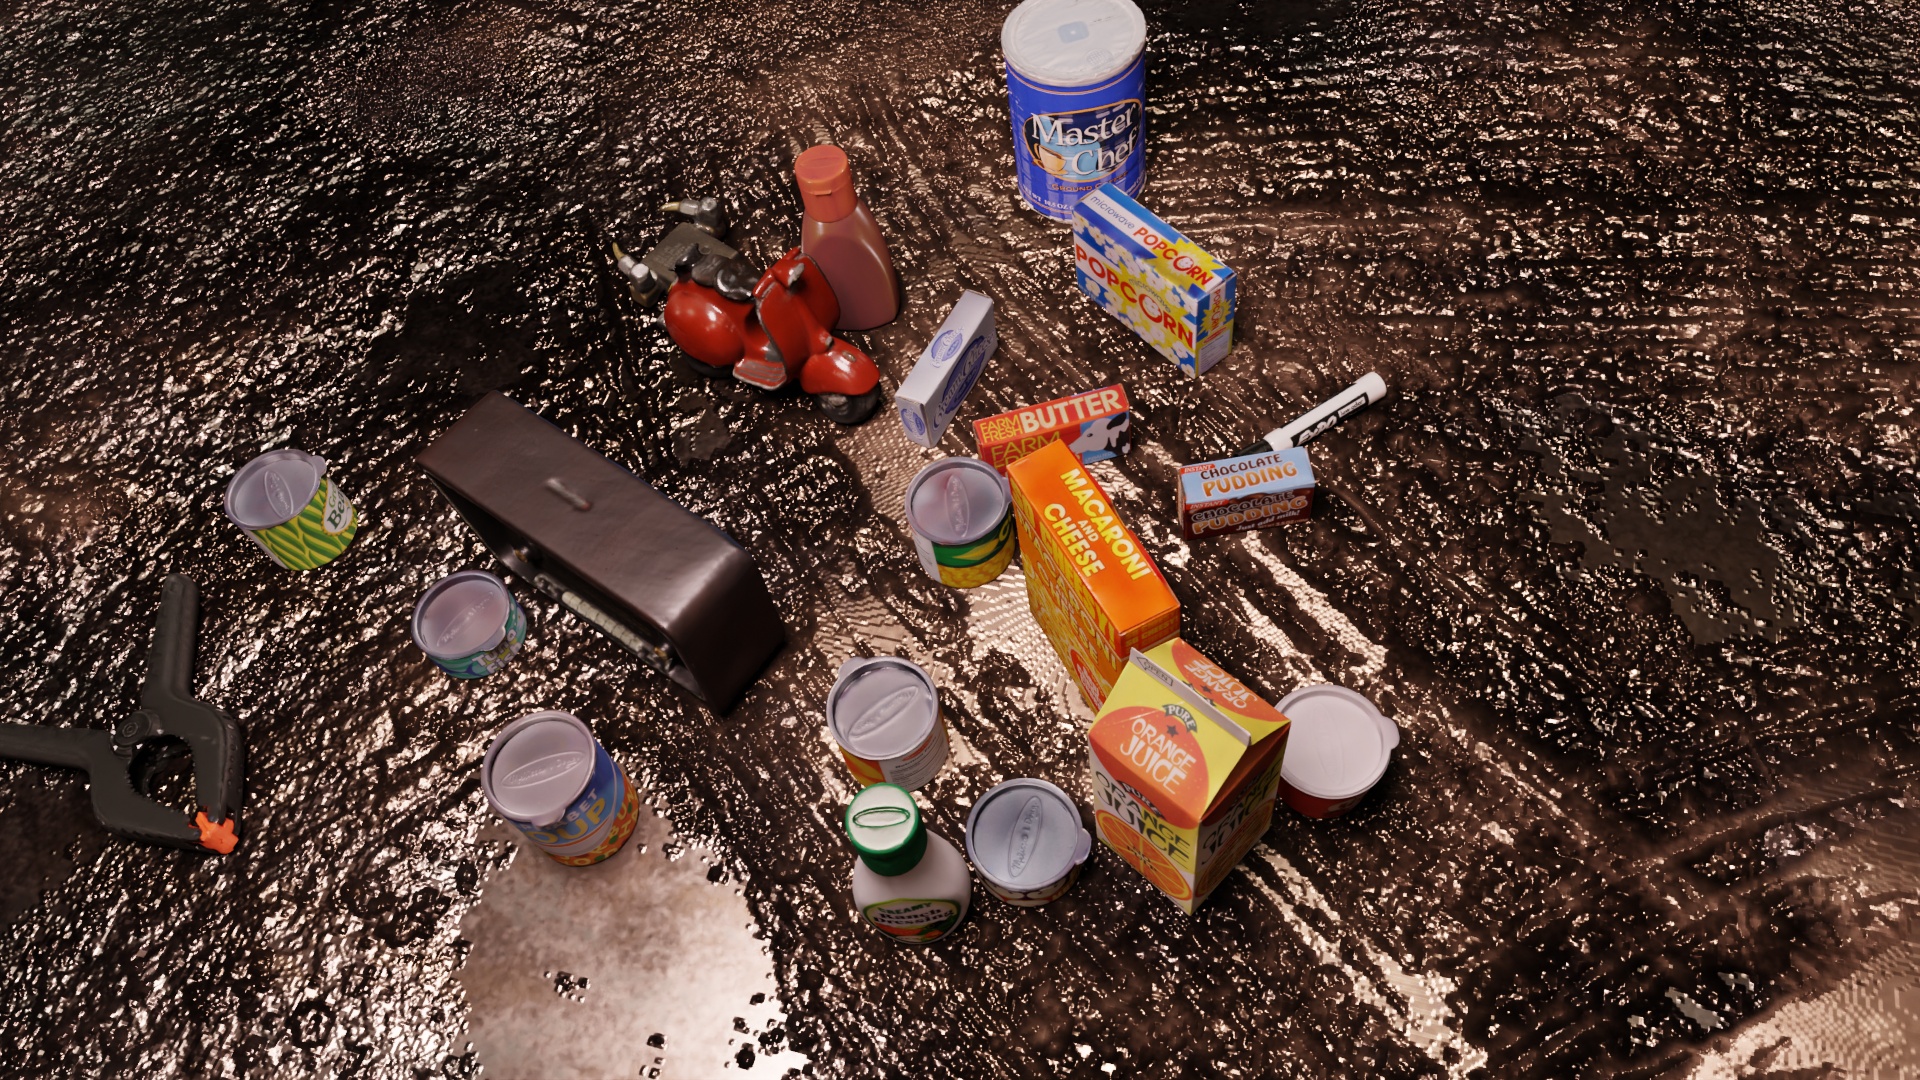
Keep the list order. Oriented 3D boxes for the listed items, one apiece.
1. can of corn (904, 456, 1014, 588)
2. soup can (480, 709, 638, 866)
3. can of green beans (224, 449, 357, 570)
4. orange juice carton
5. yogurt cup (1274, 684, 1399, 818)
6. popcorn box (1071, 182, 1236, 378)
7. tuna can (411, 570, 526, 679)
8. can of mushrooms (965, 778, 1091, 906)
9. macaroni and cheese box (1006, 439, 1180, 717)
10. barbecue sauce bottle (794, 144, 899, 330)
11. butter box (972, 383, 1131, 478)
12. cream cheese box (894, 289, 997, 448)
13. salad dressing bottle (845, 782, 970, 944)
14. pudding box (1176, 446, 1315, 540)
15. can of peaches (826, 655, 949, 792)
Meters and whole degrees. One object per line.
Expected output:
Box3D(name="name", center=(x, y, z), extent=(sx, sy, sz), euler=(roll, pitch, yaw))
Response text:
Box3D(name="can of corn", center=(0.003, -0.011, 0.898), extent=(0.071, 0.058, 0.071), euler=(-3, 58, 6))
Box3D(name="soup can", center=(-0.232, 0.149, 0.812), extent=(0.071, 0.083, 0.071), euler=(-3, 58, 6))
Box3D(name="can of green beans", center=(-0.464, -0.021, 0.966), extent=(0.071, 0.057, 0.071), euler=(-3, 58, 6))
Box3D(name="orange juice carton", center=(0.117, 0.119, 0.721), extent=(0.072, 0.191, 0.073), euler=(38, 70, 26))
Box3D(name="yogurt cup", center=(0.206, 0.123, 0.788), extent=(0.072, 0.053, 0.073), euler=(-3, 58, 6))
Box3D(name="popcorn box", center=(0.134, -0.183, 0.973), extent=(0.038, 0.085, 0.127), euler=(-38, 61, -15))
Box3D(name="tuna can", center=(-0.320, 0.057, 0.913), extent=(0.071, 0.032, 0.071), euler=(-3, 58, 5))
Box3D(name="can of mushrooms", center=(0.040, 0.173, 0.791), extent=(0.071, 0.033, 0.071), euler=(-3, 58, 5))
Box3D(name="macaroni and cheese box", center=(0.078, 0.038, 0.793), extent=(0.040, 0.165, 0.124), euler=(-27, 58, -9))
Box3D(name="barbecue sauce bottle", center=(-0.084, -0.211, 0.983), extent=(0.065, 0.148, 0.044), euler=(-4, 58, 5))
Box3D(name="butter box", center=(0.062, -0.069, 0.930), extent=(0.103, 0.053, 0.024), euler=(-14, 57, -2))
Box3D(name="cream cheese box", center=(-0.008, -0.120, 0.971), extent=(0.024, 0.053, 0.104), euler=(22, 63, 20))
Box3D(name="salad dressing bottle", center=(-0.031, 0.172, 0.734), extent=(0.064, 0.147, 0.044), euler=(-5, 58, 5))
Box3D(name="pudding box", center=(0.182, -0.030, 0.891), extent=(0.084, 0.049, 0.030), euler=(-9, 57, 2))
Box3D(name="can of peaches", center=(-0.043, 0.109, 0.828), extent=(0.071, 0.057, 0.071), euler=(-3, 58, 6))
